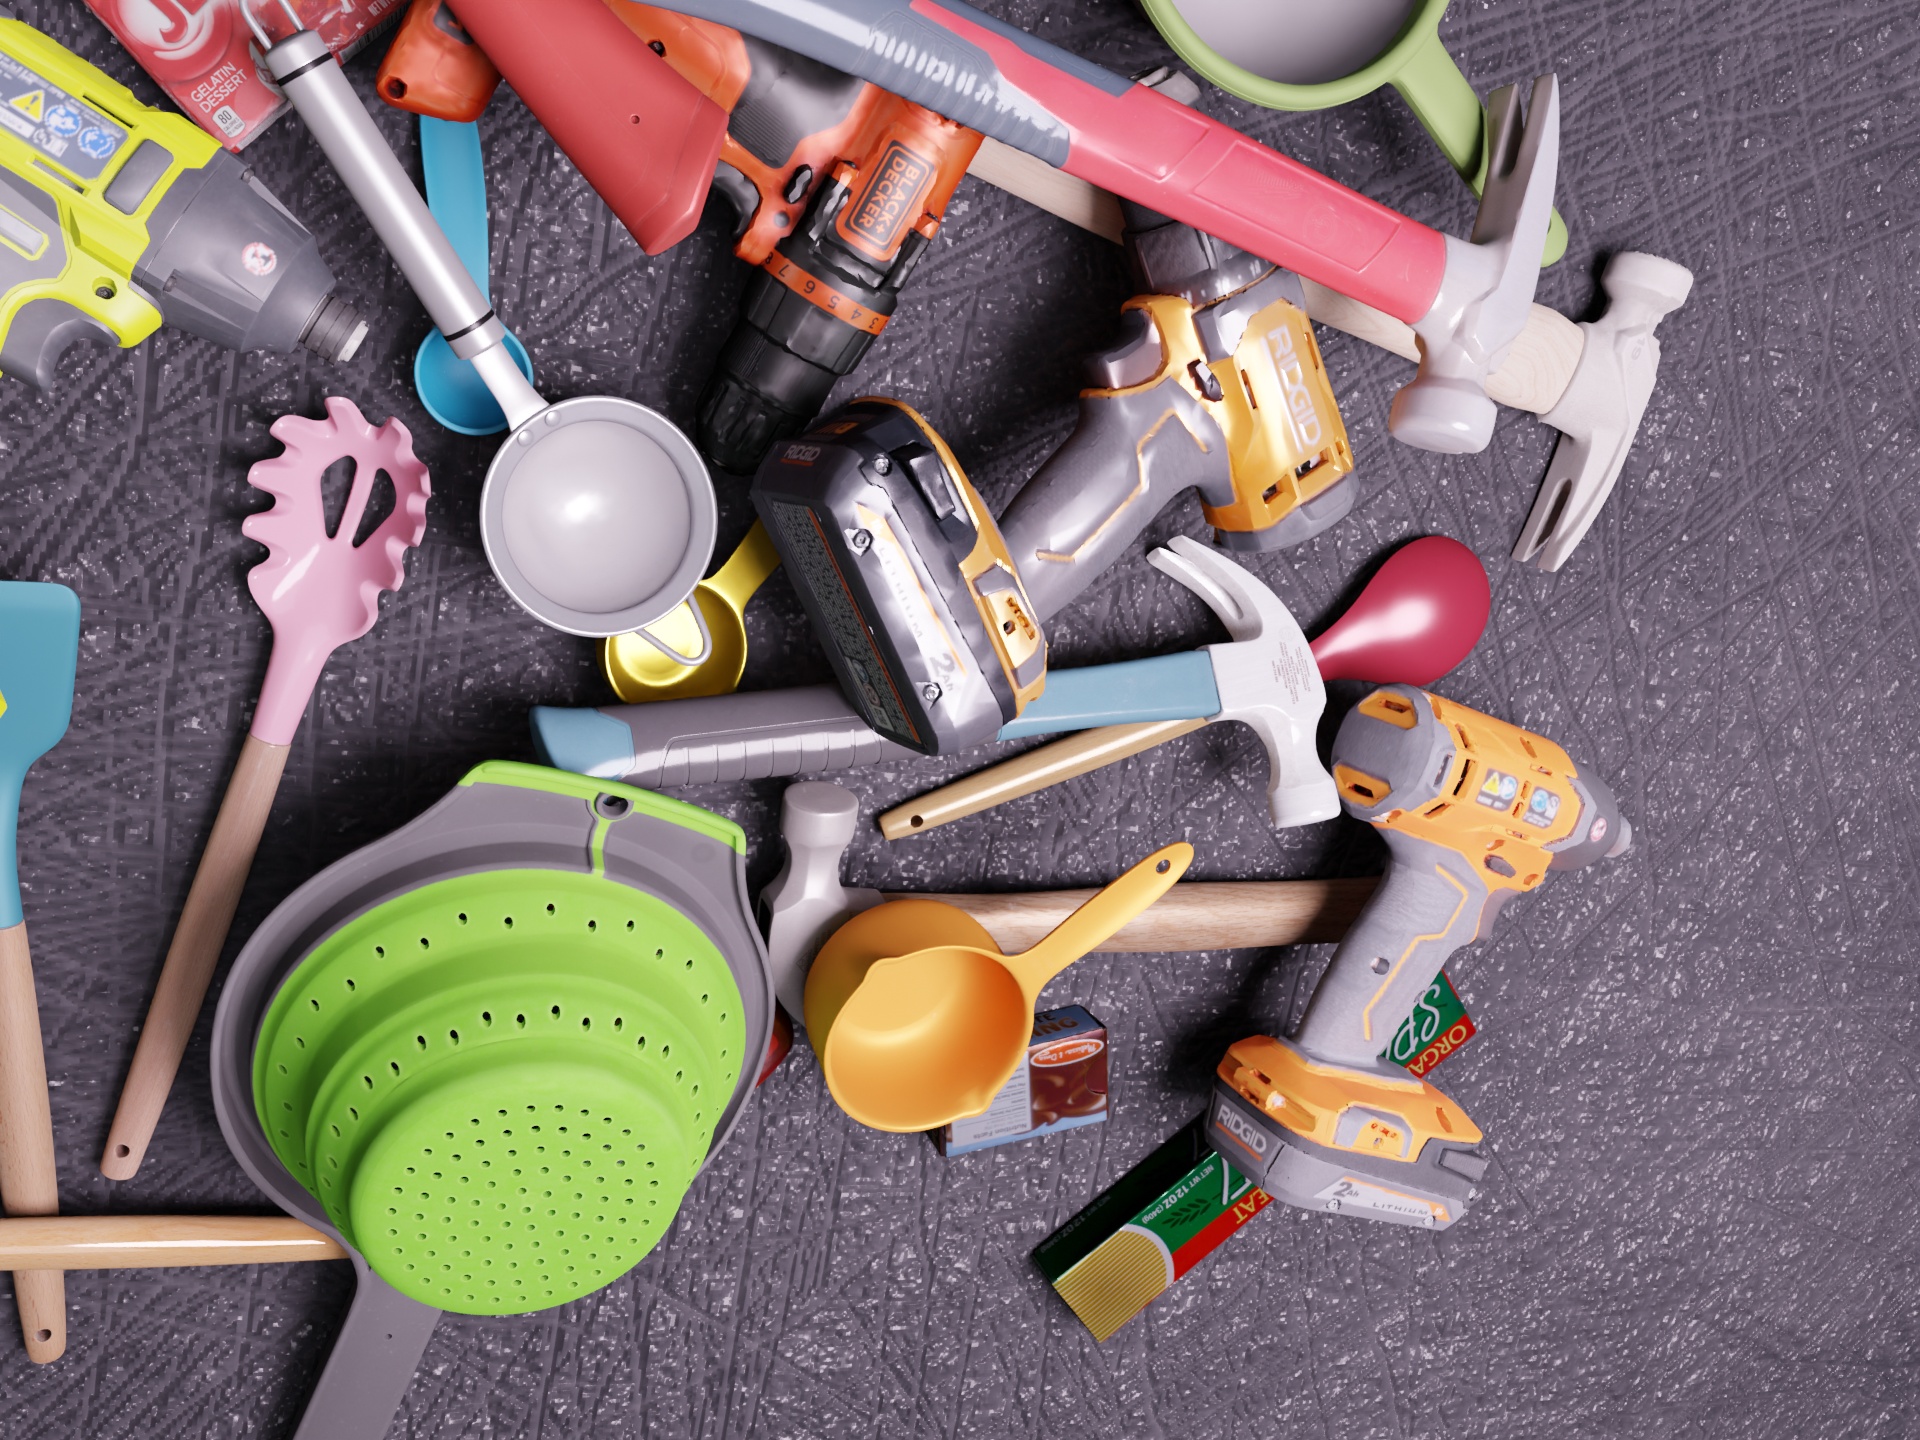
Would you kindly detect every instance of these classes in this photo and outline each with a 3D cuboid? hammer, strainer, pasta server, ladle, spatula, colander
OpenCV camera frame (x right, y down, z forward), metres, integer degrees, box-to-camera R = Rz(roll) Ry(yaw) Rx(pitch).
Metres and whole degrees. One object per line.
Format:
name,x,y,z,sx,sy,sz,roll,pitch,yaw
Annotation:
hammer,-0.001,-0.002,0.637,0.331,0.033,0.128,-7,81,-21
strainer,0.148,-0.273,0.625,0.256,0.069,0.151,42,82,-24
hammer,0.125,-0.185,0.665,0.410,0.038,0.146,15,101,-23
strainer,-0.161,-0.126,0.546,0.087,0.050,0.258,-39,120,-18
pasta server,-0.266,0.033,0.586,0.060,0.040,0.316,21,99,-12
hammer,-0.197,-0.284,0.447,0.149,0.037,0.359,-37,103,-2
hammer,0.047,-0.208,0.516,0.386,0.038,0.143,13,89,-29
ladle,0.110,-0.008,0.716,0.315,0.031,0.069,-21,109,-11
spatula,-0.347,0.101,0.573,0.082,0.044,0.317,-4,108,-24
colander,-0.194,0.209,0.593,0.204,0.095,0.397,17,111,-27
hammer,0.070,0.092,0.721,0.331,0.031,0.130,1,114,-23

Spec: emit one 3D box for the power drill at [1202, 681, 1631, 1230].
power drill,0.217,0.110,0.726,0.164,0.084,0.226,17,95,-28

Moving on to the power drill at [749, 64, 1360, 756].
power drill,0.038,-0.114,0.583,0.226,0.084,0.185,-34,115,-20

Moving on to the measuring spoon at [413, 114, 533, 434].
measuring spoon,-0.181,-0.167,0.573,0.042,0.021,0.128,-8,99,-28

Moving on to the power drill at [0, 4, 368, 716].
power drill,-0.305,-0.098,0.483,0.171,0.080,0.223,32,72,-21

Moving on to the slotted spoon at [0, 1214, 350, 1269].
slotted spoon,-0.355,0.189,0.578,0.313,0.031,0.070,11,110,-33

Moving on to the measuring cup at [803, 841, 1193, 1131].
measuring cup,0.014,0.092,0.649,0.173,0.052,0.095,-35,122,-6

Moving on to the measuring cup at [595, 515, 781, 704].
measuring cup,-0.085,-0.068,0.632,0.062,0.029,0.156,43,78,-29
